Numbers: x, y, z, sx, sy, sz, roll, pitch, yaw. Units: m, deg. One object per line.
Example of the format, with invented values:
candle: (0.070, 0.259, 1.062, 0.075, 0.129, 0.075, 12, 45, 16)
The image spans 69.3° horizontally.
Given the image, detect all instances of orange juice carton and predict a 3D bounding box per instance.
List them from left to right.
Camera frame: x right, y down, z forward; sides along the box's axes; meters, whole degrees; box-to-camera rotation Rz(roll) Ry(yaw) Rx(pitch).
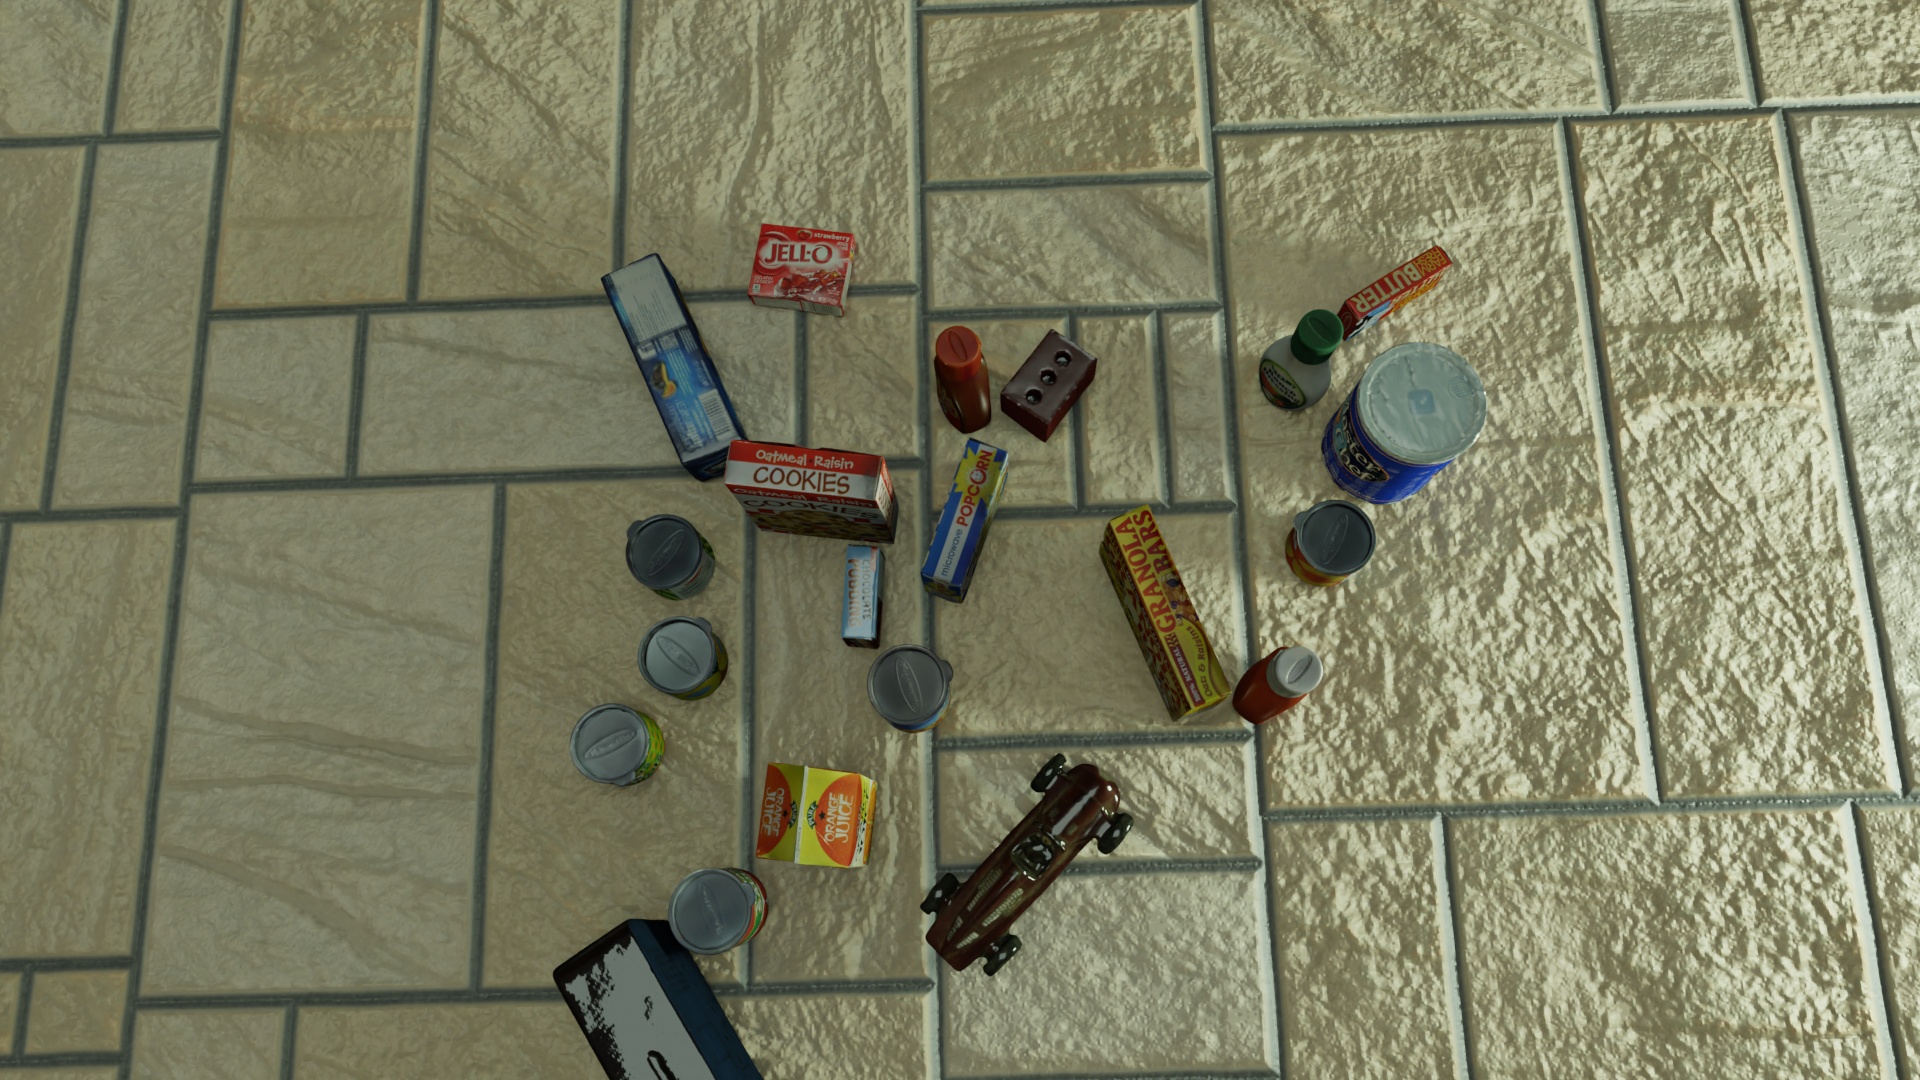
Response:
orange juice carton: (-0.112, 0.217, 1.091, 0.073, 0.192, 0.072, 6, 78, 3)

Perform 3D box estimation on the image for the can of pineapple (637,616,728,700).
can of pineapple: (-0.235, 0.101, 1.191, 0.071, 0.057, 0.071, 0, 77, 2)

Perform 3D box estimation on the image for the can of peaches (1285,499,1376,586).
can of peaches: (0.315, 0.002, 1.196, 0.071, 0.058, 0.071, 0, 77, 2)

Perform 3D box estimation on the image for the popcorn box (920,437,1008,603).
popcorn box: (0.004, -0.015, 1.196, 0.038, 0.085, 0.127, 18, 78, 6)

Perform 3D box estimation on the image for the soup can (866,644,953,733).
soup can: (-0.039, 0.125, 1.166, 0.071, 0.083, 0.071, 0, 77, 2)

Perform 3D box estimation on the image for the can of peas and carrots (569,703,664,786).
can of peas and carrots: (-0.288, 0.176, 1.175, 0.071, 0.058, 0.071, 0, 77, 2)

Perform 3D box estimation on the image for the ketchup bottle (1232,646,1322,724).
ketchup bottle: (0.259, 0.113, 1.125, 0.043, 0.148, 0.065, 40, 82, 10)

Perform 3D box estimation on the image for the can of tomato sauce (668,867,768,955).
can of tomato sauce: (-0.194, 0.299, 1.131, 0.071, 0.083, 0.071, 0, 77, 2)

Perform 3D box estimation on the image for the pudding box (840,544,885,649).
pudding box: (-0.084, 0.049, 1.202, 0.030, 0.049, 0.084, 2, 77, 3)

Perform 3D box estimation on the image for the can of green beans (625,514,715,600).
can of green beans: (-0.252, 0.015, 1.212, 0.071, 0.057, 0.071, 0, 77, 2)

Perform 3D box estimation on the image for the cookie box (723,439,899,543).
cookie box: (-0.120, -0.039, 1.164, 0.123, 0.167, 0.040, 6, 78, 3)

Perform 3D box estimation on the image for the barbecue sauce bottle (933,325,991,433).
barbecue sauce bottle: (0.001, -0.142, 1.194, 0.044, 0.148, 0.065, -26, 78, -4)

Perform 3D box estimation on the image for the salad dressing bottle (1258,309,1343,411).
salad dressing bottle: (0.292, -0.155, 1.187, 0.044, 0.147, 0.064, -40, 79, -7)

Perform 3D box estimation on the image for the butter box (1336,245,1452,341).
butter box: (0.387, -0.222, 1.248, 0.103, 0.053, 0.024, -31, 78, -5)

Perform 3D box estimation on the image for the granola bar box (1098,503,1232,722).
granola bar box: (0.166, 0.064, 1.152, 0.039, 0.124, 0.166, -22, 77, -3)
